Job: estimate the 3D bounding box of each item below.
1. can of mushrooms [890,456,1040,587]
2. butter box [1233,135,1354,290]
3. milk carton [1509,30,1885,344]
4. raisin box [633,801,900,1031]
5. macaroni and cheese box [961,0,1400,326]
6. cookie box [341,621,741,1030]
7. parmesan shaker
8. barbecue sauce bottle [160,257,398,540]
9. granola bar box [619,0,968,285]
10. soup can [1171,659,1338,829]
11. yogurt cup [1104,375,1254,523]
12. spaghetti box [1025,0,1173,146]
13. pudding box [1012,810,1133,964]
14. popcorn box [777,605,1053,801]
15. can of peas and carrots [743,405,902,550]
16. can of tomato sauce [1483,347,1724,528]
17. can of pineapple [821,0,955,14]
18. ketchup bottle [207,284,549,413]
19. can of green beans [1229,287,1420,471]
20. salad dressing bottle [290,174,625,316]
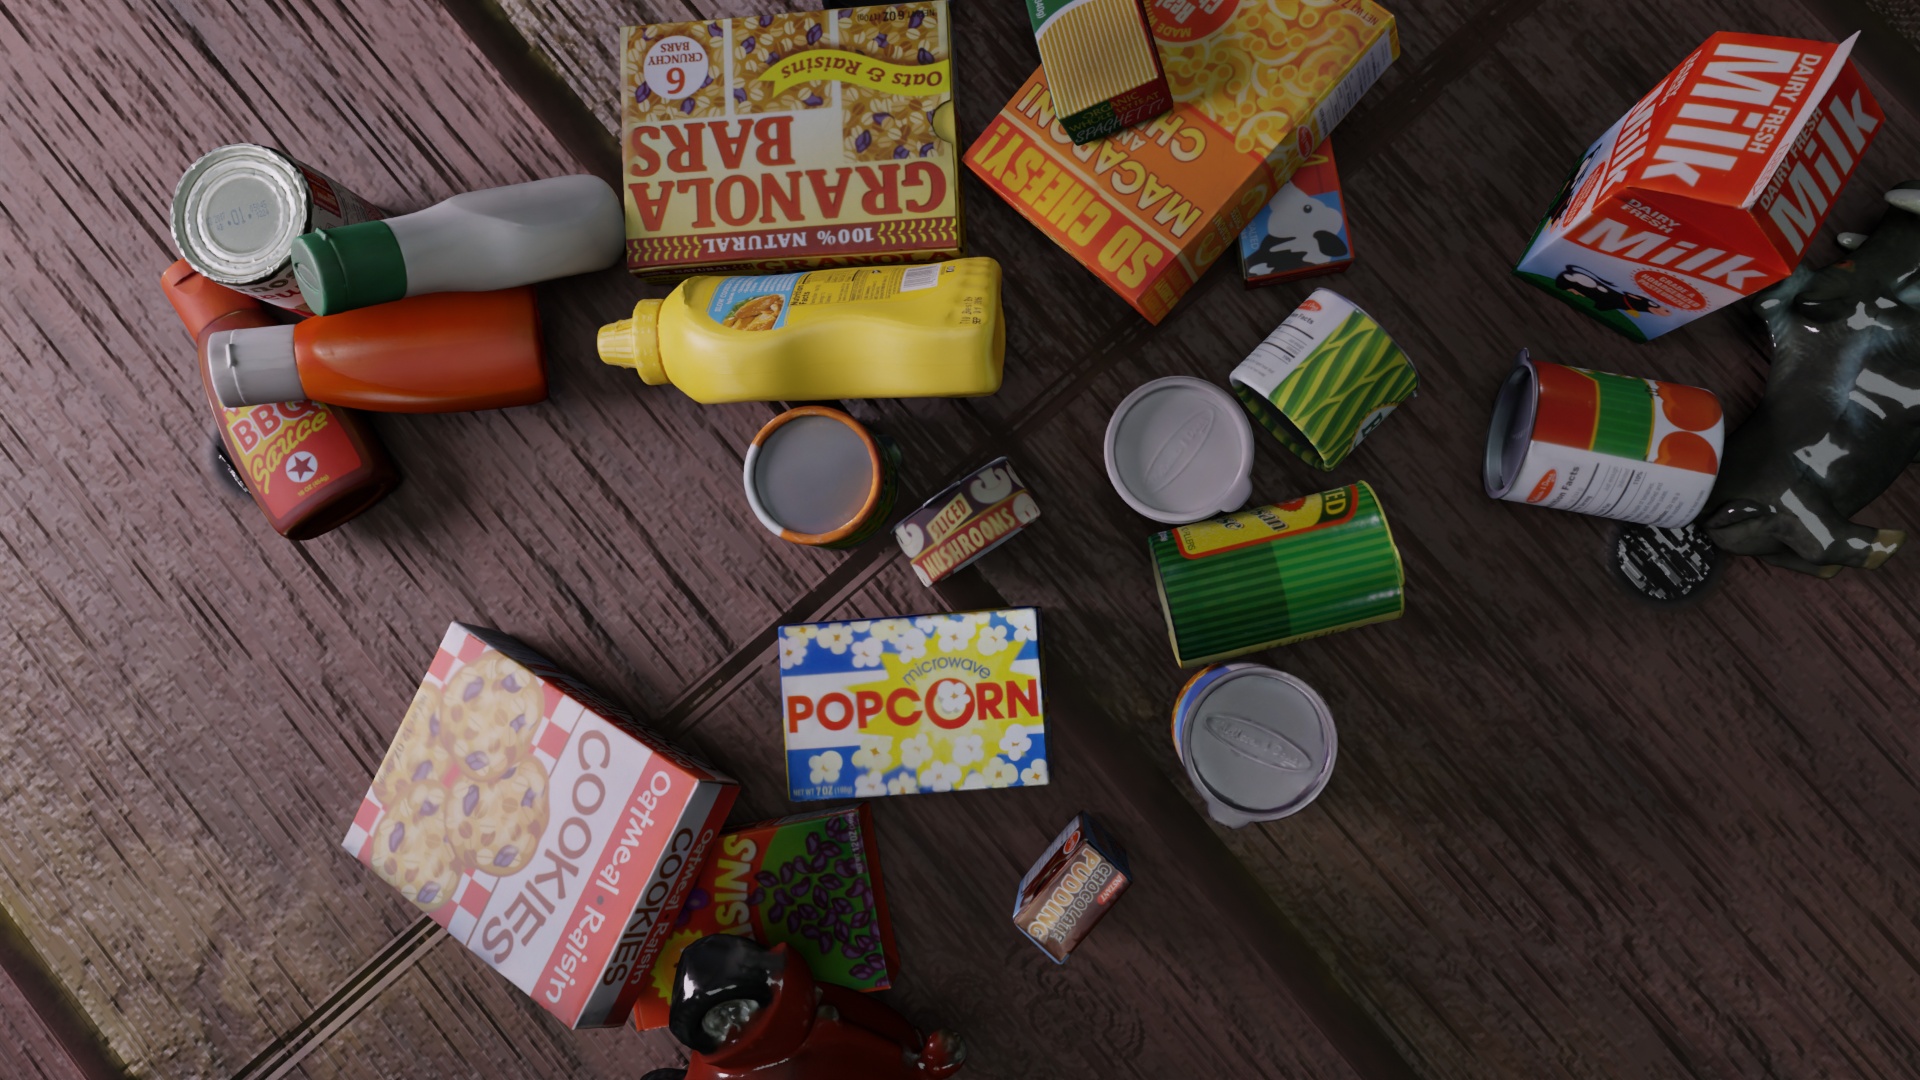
[{"bbox_3d":[0.002,-0.008,0.656,0.071,0.071,0.033,-32,87,2],"label":"can of mushrooms"},{"bbox_3d":[0.155,-0.178,0.677,0.053,0.024,0.103,-10,86,5],"label":"butter box"},{"bbox_3d":[0.306,-0.145,0.579,0.073,0.190,0.072,31,90,6],"label":"milk carton"},{"bbox_3d":[-0.098,0.180,0.669,0.123,0.040,0.086,-11,87,5],"label":"raisin box"},{"bbox_3d":[0.101,-0.203,0.652,0.166,0.040,0.124,-48,67,7],"label":"macaroni and cheese box"},{"bbox_3d":[-0.199,0.130,0.654,0.167,0.040,0.123,26,89,26],"label":"cookie box"},{"bbox_3d":[0.144,0.017,0.642,0.103,0.071,0.071,-14,86,4],"label":"parmesan shaker"},{"bbox_3d":[-0.349,-0.076,0.701,0.065,0.043,0.148,-33,84,-3],"label":"barbecue sauce bottle"},{"bbox_3d":[-0.083,-0.195,0.689,0.165,0.039,0.124,-3,87,5],"label":"granola bar box"},{"bbox_3d":[0.130,0.091,0.633,0.071,0.084,0.071,0,87,5],"label":"soup can"},{"bbox_3d":[0.102,-0.040,0.658,0.072,0.054,0.072,0,87,5],"label":"yogurt cup"},{"bbox_3d":[0.044,-0.306,0.659,0.050,0.028,0.250,-18,72,18],"label":"spaghetti box"},{"bbox_3d":[0.051,0.157,0.635,0.030,0.083,0.049,41,91,5],"label":"pudding box"},{"bbox_3d":[-0.021,0.078,0.669,0.127,0.038,0.085,-4,86,4],"label":"popcorn box"},{"bbox_3d":[-0.064,-0.030,0.668,0.071,0.058,0.071,0,87,5],"label":"can of peas and carrots"},{"bbox_3d":[0.293,-0.046,0.638,0.083,0.071,0.071,11,88,4],"label":"can of tomato sauce"},{"bbox_3d":[-0.038,-0.291,0.679,0.071,0.071,0.058,-4,86,4],"label":"can of pineapple"},{"bbox_3d":[-0.279,-0.091,0.674,0.149,0.043,0.065,-8,78,-15],"label":"ketchup bottle"},{"bbox_3d":[0.169,-0.074,0.649,0.058,0.071,0.071,-45,85,2],"label":"can of green beans"},{"bbox_3d":[-0.233,-0.139,0.654,0.064,0.148,0.043,34,132,36],"label":"salad dressing bottle"}]
